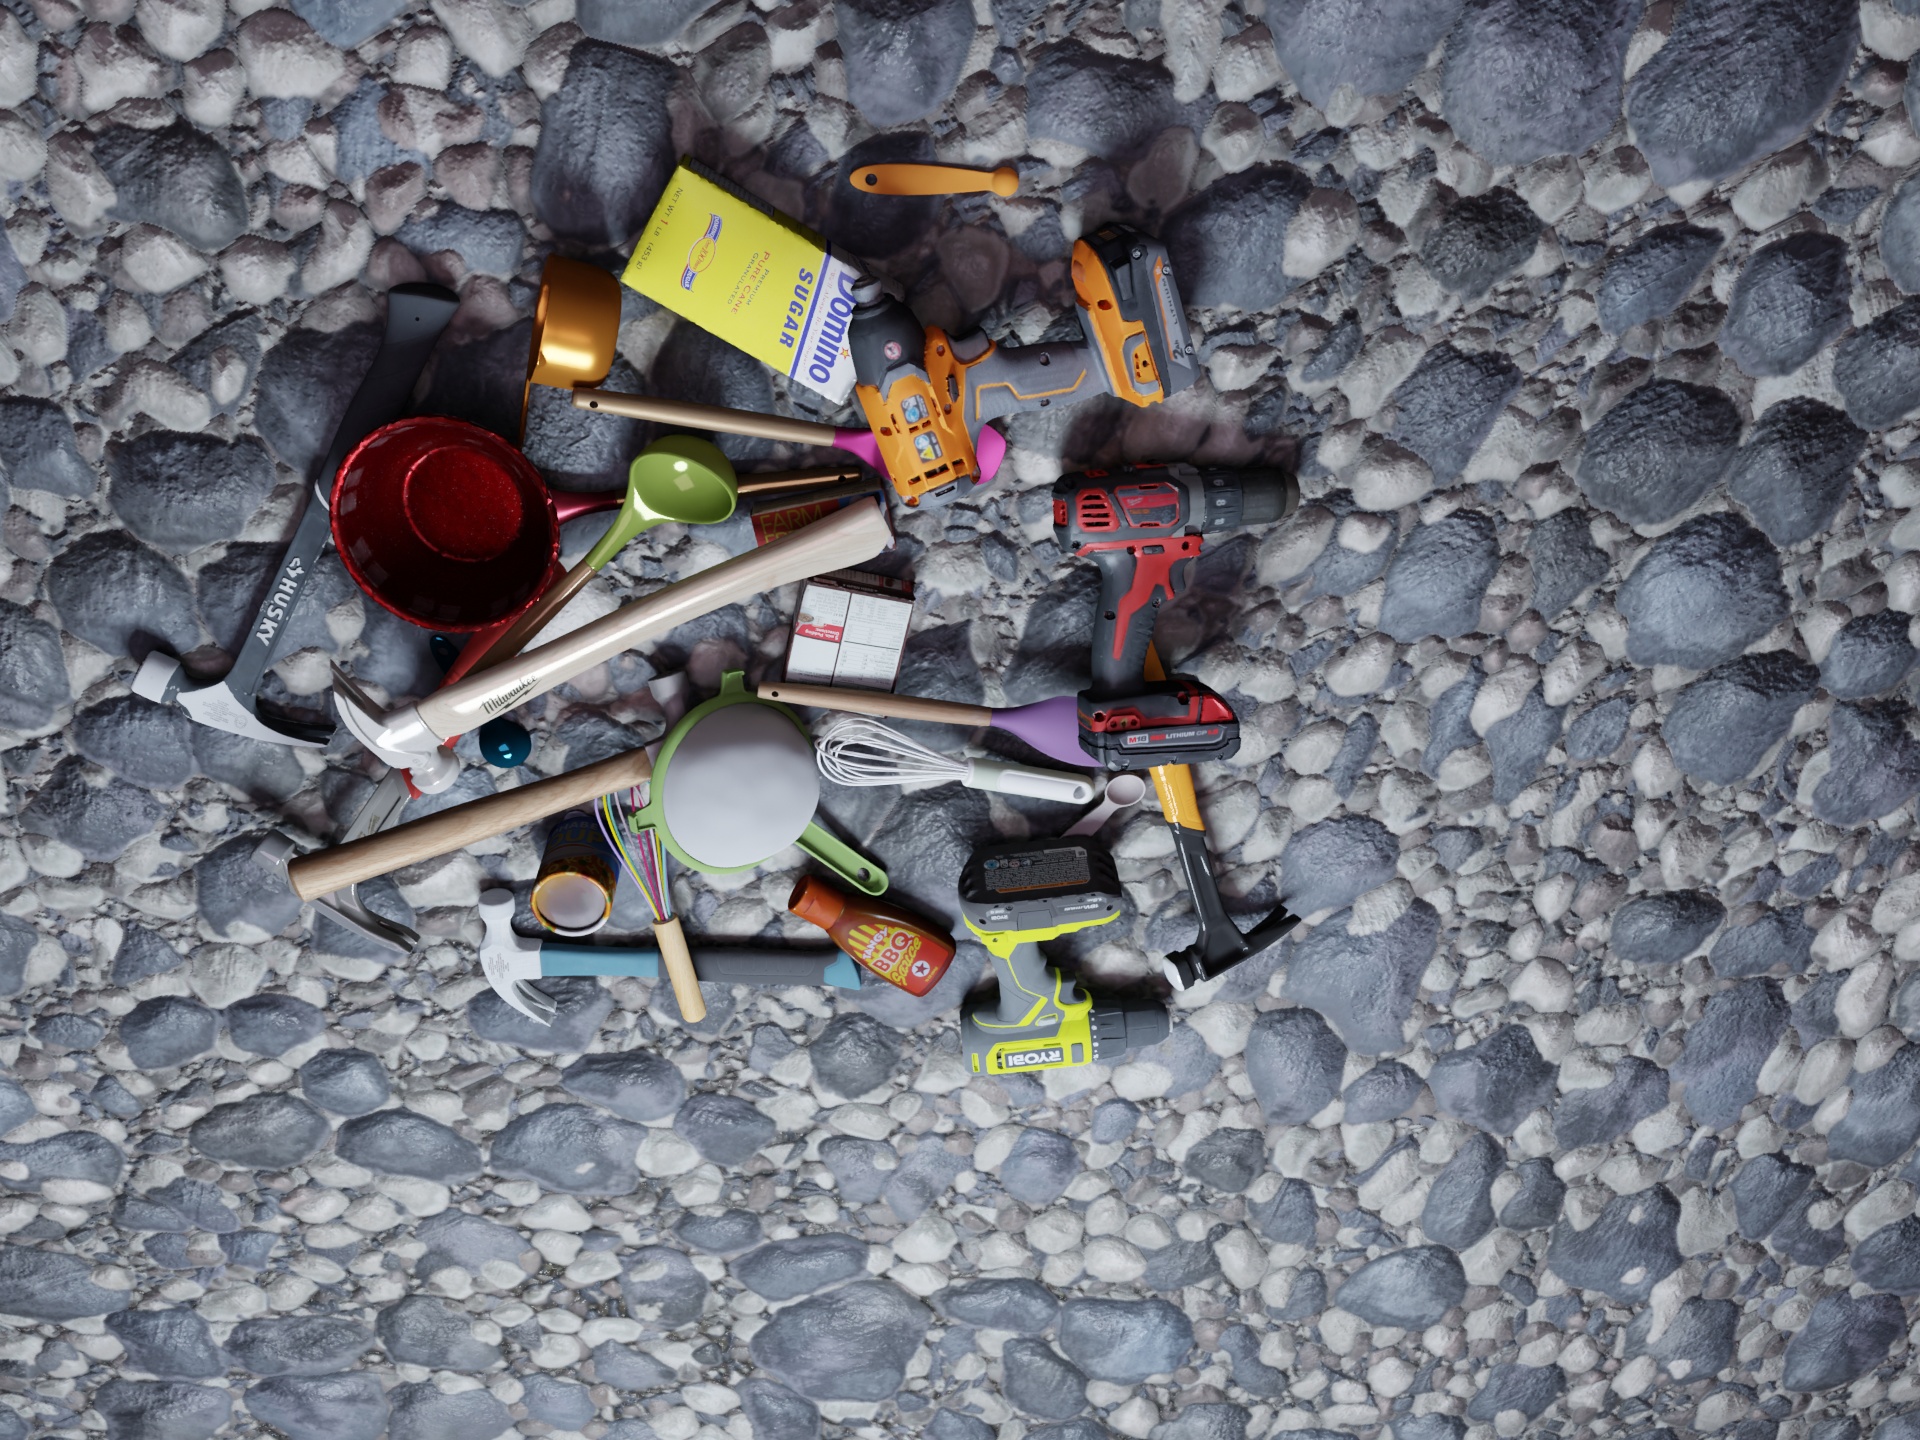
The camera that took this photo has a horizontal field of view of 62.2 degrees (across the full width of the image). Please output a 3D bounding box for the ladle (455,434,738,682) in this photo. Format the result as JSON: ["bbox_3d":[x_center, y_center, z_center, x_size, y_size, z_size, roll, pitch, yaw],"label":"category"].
[{"bbox_3d":[-0.288,-0.091,1.169,0.320,0.062,0.078,-41,125,13],"label":"ladle"}]

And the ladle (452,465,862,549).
[{"bbox_3d":[-0.231,-0.167,1.189,0.315,0.031,0.069,-7,120,-2],"label":"ladle"}]

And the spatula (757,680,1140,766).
[{"bbox_3d":[-0.002,-0.004,1.253,0.316,0.018,0.059,7,113,-7],"label":"spatula"}]

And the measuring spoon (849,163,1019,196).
[{"bbox_3d":[-0.018,-0.370,1.092,0.117,0.011,0.021,0,120,-4],"label":"measuring spoon"}]

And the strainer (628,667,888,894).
[{"bbox_3d":[-0.132,0.084,1.284,0.256,0.069,0.151,40,77,-37],"label":"strainer"}]

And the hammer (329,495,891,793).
[{"bbox_3d":[-0.247,-0.072,1.159,0.410,0.038,0.146,-24,146,0],"label":"hammer"}]

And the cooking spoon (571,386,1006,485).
[{"bbox_3d":[-0.116,-0.208,1.137,0.318,0.017,0.068,4,133,-23],"label":"cooking spoon"}]

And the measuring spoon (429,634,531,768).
[{"bbox_3d":[-0.388,-0.011,1.269,0.042,0.021,0.128,-22,118,9],"label":"measuring spoon"}]

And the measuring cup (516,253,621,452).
[{"bbox_3d":[-0.278,-0.245,1.120,0.052,0.095,0.173,7,140,-20],"label":"measuring cup"}]

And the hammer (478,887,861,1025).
[{"bbox_3d":[-0.252,0.212,1.399,0.331,0.033,0.128,3,119,-5],"label":"hammer"}]

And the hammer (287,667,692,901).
[{"bbox_3d":[-0.352,0.072,1.242,0.331,0.031,0.130,-19,101,-12],"label":"hammer"}]

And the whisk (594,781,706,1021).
[{"bbox_3d":[-0.251,0.145,1.337,0.051,0.047,0.244,-9,111,8],"label":"whisk"}]

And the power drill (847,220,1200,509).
[{"bbox_3d":[0.036,-0.260,1.099,0.226,0.084,0.164,-24,120,-2],"label":"power drill"}]

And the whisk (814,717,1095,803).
[{"bbox_3d":[-0.001,0.040,1.297,0.246,0.059,0.057,10,108,-20],"label":"whisk"}]

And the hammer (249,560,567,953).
[{"bbox_3d":[-0.410,0.021,1.256,0.149,0.037,0.359,35,107,-13],"label":"hammer"}]

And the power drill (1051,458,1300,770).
[{"bbox_3d":[0.168,-0.086,1.208,0.188,0.080,0.226,-6,101,-9],"label":"power drill"}]

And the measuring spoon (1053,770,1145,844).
[{"bbox_3d":[0.110,0.083,1.361,0.034,0.018,0.124,30,121,-25],"label":"measuring spoon"}]

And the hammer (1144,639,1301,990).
[{"bbox_3d":[0.190,0.065,1.329,0.127,0.034,0.336,-26,115,-13],"label":"hammer"}]

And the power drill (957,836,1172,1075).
[{"bbox_3d":[0.089,0.215,1.394,0.190,0.080,0.228,-6,125,0],"label":"power drill"}]

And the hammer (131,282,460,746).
[{"bbox_3d":[-0.471,-0.146,1.180,0.149,0.036,0.409,28,114,-19],"label":"hammer"}]
